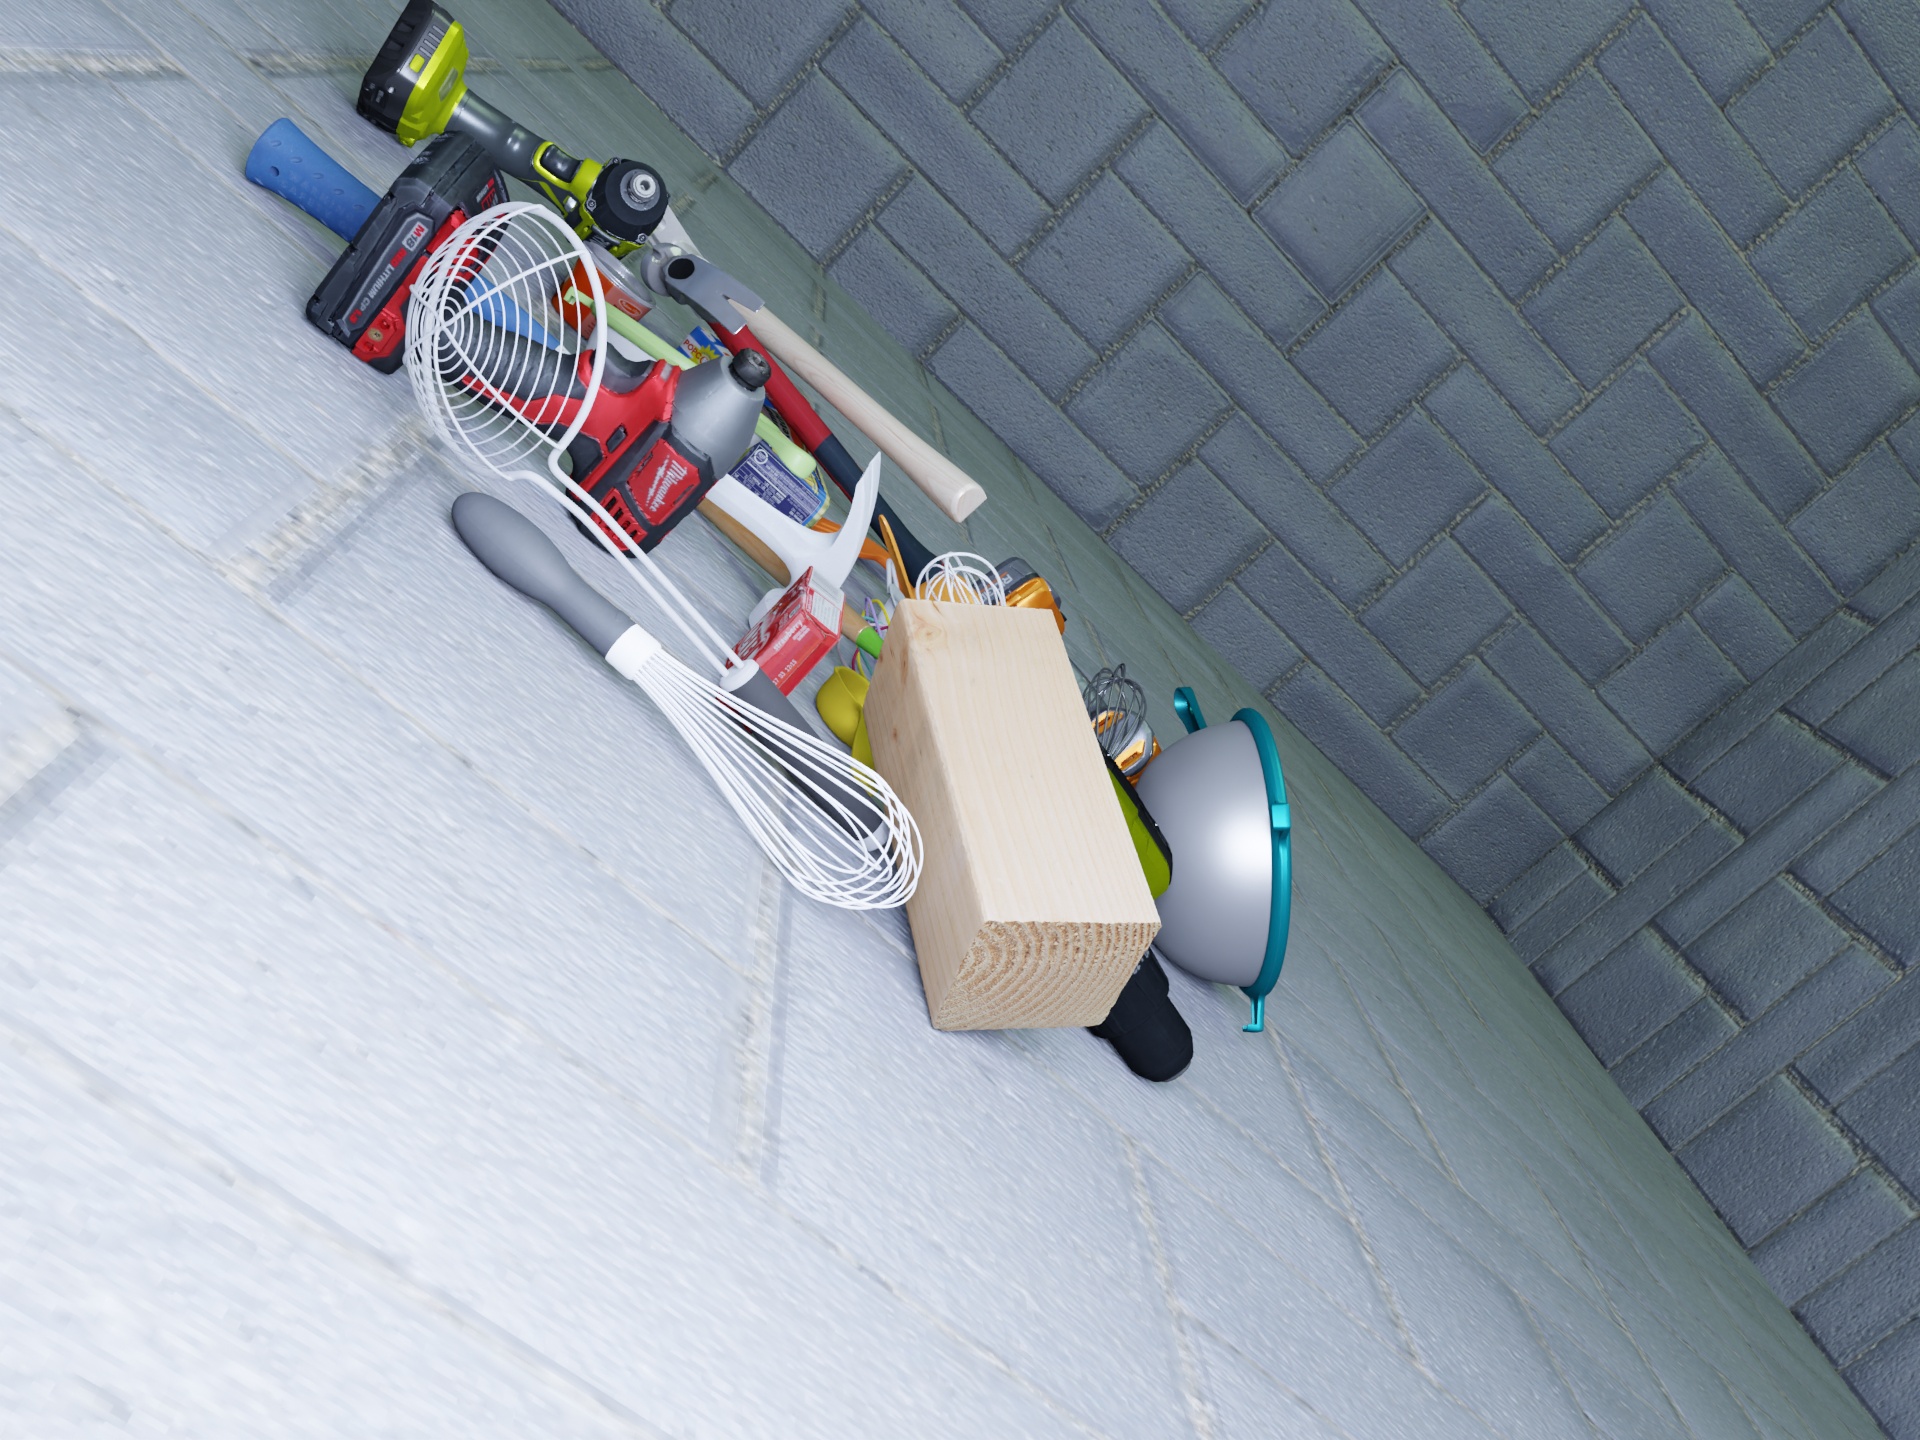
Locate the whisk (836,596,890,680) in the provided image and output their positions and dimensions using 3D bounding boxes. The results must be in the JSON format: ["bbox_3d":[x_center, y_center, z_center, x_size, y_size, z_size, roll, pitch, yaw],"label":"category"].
[{"bbox_3d":[-0.038,0.001,1.030,0.051,0.047,0.245,38,20,-37],"label":"whisk"}]

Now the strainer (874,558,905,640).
[{"bbox_3d":[-0.002,-0.004,1.148,0.259,0.050,0.086,56,6,16],"label":"strainer"}]

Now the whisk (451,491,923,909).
[{"bbox_3d":[-0.130,-0.011,0.752,0.284,0.070,0.070,41,13,0],"label":"whisk"}]

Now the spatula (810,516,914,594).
[{"bbox_3d":[-0.023,-0.069,1.321,0.322,0.041,0.081,46,12,-16],"label":"spatula"}]

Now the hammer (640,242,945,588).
[{"bbox_3d":[-0.105,-0.218,1.271,0.143,0.038,0.385,39,-7,43],"label":"hammer"}]

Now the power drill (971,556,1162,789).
[{"bbox_3d":[0.099,-0.022,1.400,0.227,0.084,0.164,53,1,22],"label":"power drill"}]

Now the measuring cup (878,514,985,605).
[{"bbox_3d":[-0.016,-0.101,1.221,0.095,0.052,0.173,52,-12,46],"label":"measuring cup"}]

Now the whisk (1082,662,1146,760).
[{"bbox_3d":[0.104,0.036,1.208,0.055,0.055,0.239,42,37,-17],"label":"whisk"}]

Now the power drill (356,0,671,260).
[{"bbox_3d":[-0.328,-0.434,1.194,0.223,0.080,0.171,30,-7,-24],"label":"power drill"}]

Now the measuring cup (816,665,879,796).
[{"bbox_3d":[-0.062,0.015,0.934,0.062,0.029,0.157,42,16,-17],"label":"measuring cup"}]

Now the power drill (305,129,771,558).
[{"bbox_3d":[-0.213,-0.196,0.844,0.219,0.143,0.079,38,31,-23],"label":"power drill"}]

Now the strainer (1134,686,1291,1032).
[{"bbox_3d":[0.166,0.065,1.213,0.095,0.210,0.341,-2,30,-4],"label":"strainer"}]

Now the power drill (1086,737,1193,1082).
[{"bbox_3d":[0.080,0.105,0.985,0.190,0.080,0.228,54,14,-8],"label":"power drill"}]

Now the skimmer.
[{"bbox_3d":[-0.139,-0.084,0.800,0.363,0.127,0.090,51,36,-24],"label":"skimmer"}]

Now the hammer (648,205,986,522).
[{"bbox_3d":[-0.125,-0.292,1.288,0.411,0.038,0.146,44,-5,29],"label":"hammer"}]

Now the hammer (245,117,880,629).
[{"bbox_3d":[-0.226,-0.206,0.923,0.405,0.144,0.035,37,37,-10],"label":"hammer"}]

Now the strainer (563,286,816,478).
[{"bbox_3d":[-0.174,-0.191,1.044,0.151,0.069,0.257,33,6,-44],"label":"strainer"}]

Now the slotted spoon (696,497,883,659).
[{"bbox_3d":[-0.080,-0.069,1.030,0.314,0.031,0.070,40,28,26],"label":"slotted spoon"}]

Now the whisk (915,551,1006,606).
[{"bbox_3d":[0.033,-0.025,1.144,0.058,0.059,0.246,-99,165,-50],"label":"whisk"}]
